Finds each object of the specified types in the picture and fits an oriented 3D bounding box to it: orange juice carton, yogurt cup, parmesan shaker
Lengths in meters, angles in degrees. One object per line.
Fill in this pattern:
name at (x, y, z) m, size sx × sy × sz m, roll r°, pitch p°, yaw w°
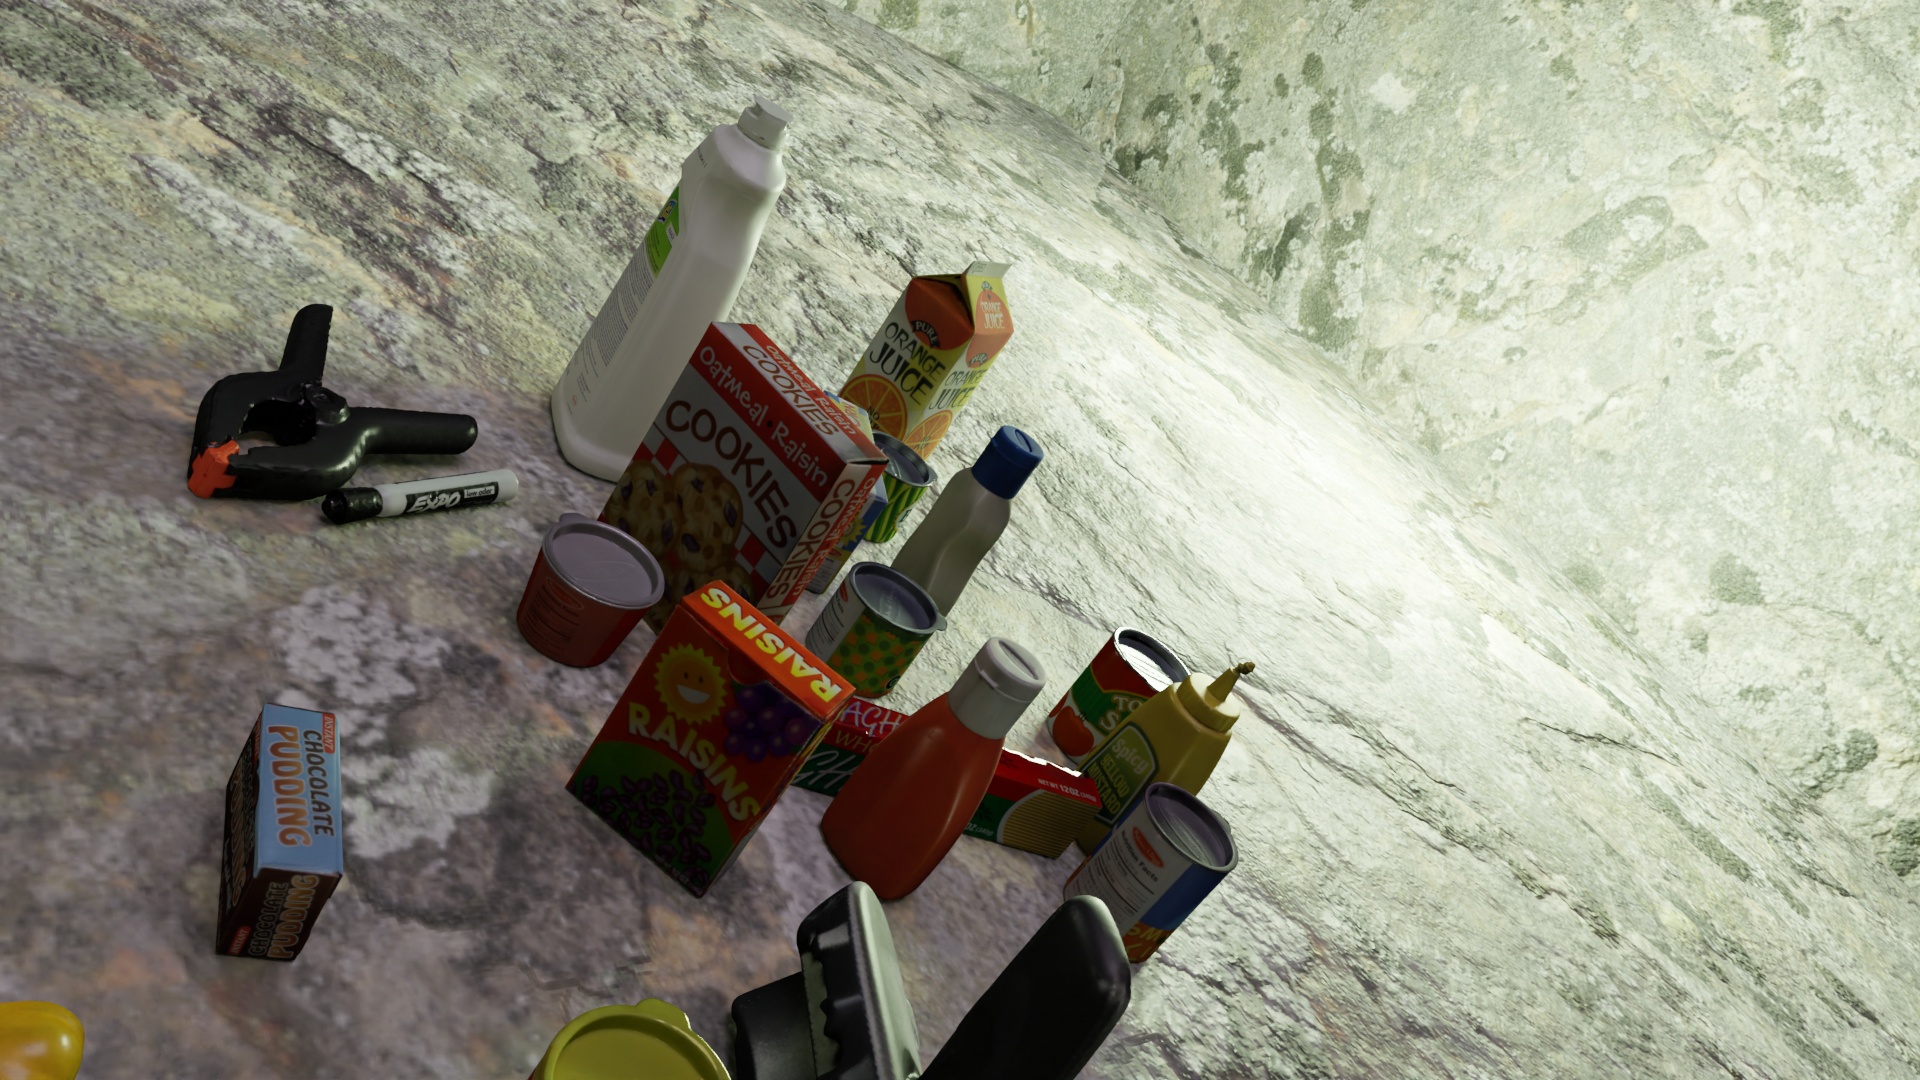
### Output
orange juice carton at (-0.025, -0.146, 1.119) m, size 0.073 × 0.192 × 0.072 m, roll 43°, pitch 24°, yaw 16°
yogurt cup at (-0.199, 0.030, 0.737) m, size 0.072 × 0.053 × 0.073 m, roll 29°, pitch 24°, yaw -14°
parmesan shaker at (-0.124, 0.207, 0.448) m, size 0.071 × 0.102 × 0.071 m, roll 29°, pitch 24°, yaw -15°

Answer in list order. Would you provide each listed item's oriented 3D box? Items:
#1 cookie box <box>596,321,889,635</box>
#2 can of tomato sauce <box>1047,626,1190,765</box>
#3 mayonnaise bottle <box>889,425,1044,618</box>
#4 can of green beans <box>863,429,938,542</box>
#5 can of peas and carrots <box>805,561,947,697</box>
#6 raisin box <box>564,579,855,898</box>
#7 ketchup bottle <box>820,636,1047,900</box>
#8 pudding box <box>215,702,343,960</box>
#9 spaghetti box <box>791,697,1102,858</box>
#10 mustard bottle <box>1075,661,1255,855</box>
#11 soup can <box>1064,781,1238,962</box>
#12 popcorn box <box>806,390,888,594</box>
cookie box at (-0.130, -0.021, 0.781) m, size 0.123 × 0.166 × 0.040 m, roll 46°, pitch 25°, yaw 22°
can of tomato sauce at (0.109, 0.113, 0.953) m, size 0.071 × 0.082 × 0.071 m, roll 29°, pitch 24°, yaw -15°
mayonnaise bottle at (0.003, -0.012, 0.964) m, size 0.041 × 0.147 × 0.065 m, roll 21°, pitch 28°, yaw -31°
can of green beans at (-0.063, -0.040, 1.040) m, size 0.071 × 0.057 × 0.071 m, roll 29°, pitch 24°, yaw -14°
can of peas and carrots at (-0.053, 0.057, 0.873) m, size 0.071 × 0.058 × 0.071 m, roll 29°, pitch 24°, yaw -14°
raisin box at (-0.117, 0.092, 0.644) m, size 0.086 × 0.123 × 0.040 m, roll 39°, pitch 24°, yaw 7°
ketchup bottle at (-0.012, 0.114, 0.711) m, size 0.065 × 0.148 × 0.043 m, roll 45°, pitch 25°, yaw 21°
pudding box at (-0.256, 0.108, 0.523) m, size 0.030 × 0.049 × 0.084 m, roll 18°, pitch 29°, yaw -35°
spaghetti box at (-0.032, 0.127, 0.782) m, size 0.250 × 0.050 × 0.029 m, roll 22°, pitch 27°, yaw -28°
mustard bottle at (0.125, 0.128, 0.852) m, size 0.049 × 0.159 × 0.065 m, roll 15°, pitch 31°, yaw -40°
soup can at (0.111, 0.193, 0.807) m, size 0.071 × 0.083 × 0.072 m, roll 29°, pitch 24°, yaw -15°
popcorn box at (-0.094, -0.035, 0.956) m, size 0.038 × 0.085 × 0.127 m, roll 24°, pitch 26°, yaw -25°
